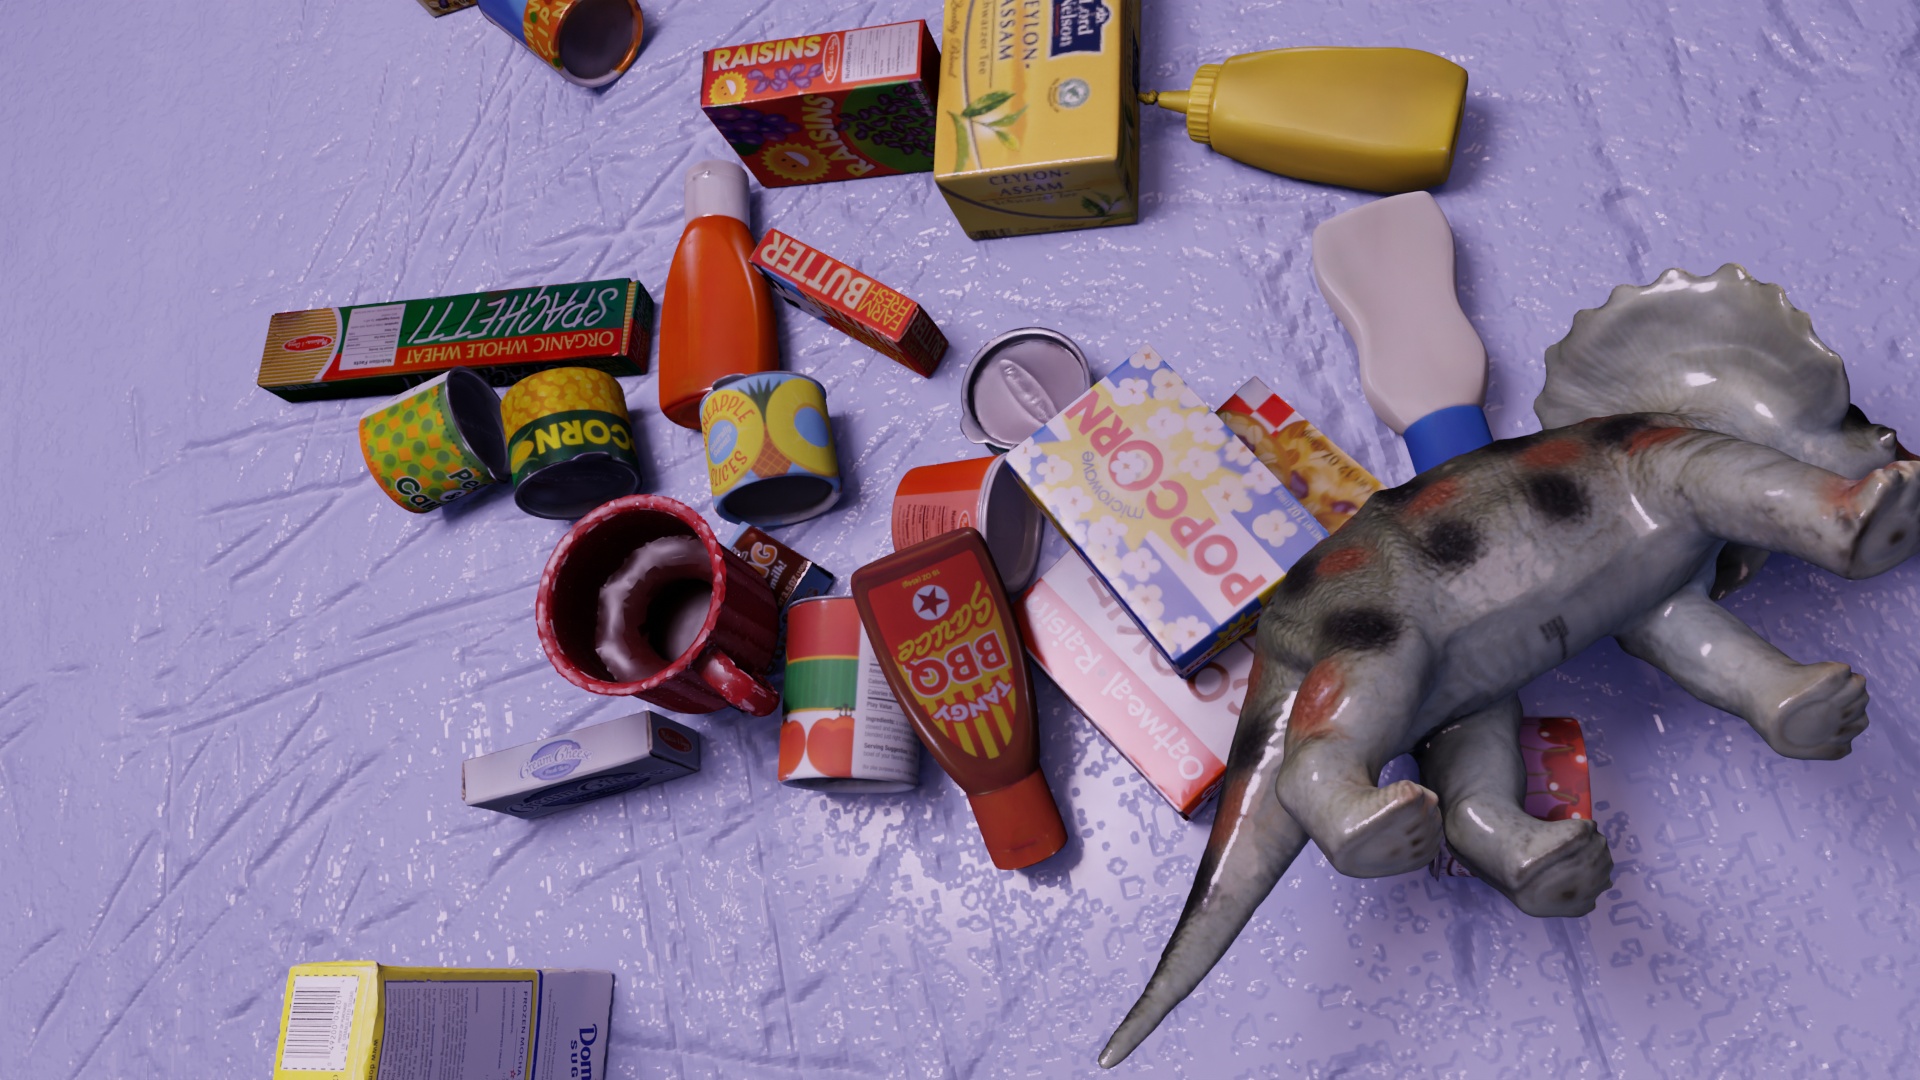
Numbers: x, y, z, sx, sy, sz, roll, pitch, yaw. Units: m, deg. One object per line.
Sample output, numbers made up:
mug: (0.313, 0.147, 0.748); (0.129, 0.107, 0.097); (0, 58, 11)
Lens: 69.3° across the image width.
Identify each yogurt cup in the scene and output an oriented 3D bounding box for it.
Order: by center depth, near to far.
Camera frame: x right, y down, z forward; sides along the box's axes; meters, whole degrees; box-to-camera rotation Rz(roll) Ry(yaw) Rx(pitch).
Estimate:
yogurt cup: (0.002, -0.008, 0.668); (0.054, 0.072, 0.072); (1, 73, 26)

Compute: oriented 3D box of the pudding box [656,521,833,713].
pudding box: (-0.109, 0.038, 0.703); (0.050, 0.030, 0.084); (29, 82, 24)

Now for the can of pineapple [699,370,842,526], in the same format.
can of pineapple: (-0.098, -0.046, 0.707); (0.071, 0.071, 0.058); (-17, 68, 11)

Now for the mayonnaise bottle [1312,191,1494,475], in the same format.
mayonnaise bottle: (0.212, -0.087, 0.644); (0.065, 0.041, 0.148); (-16, 69, 13)

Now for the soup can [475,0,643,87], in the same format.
soup can: (-0.243, -0.327, 0.845); (0.084, 0.071, 0.071); (40, 87, 23)

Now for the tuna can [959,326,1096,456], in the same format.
tuna can: (0.034, -0.069, 0.694); (0.071, 0.032, 0.071); (-5, 71, 15)

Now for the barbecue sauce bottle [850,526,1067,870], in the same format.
barbecue sauce bottle: (0.005, 0.072, 0.619); (0.065, 0.044, 0.148); (-22, 96, -2)

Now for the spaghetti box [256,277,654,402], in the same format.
spaghetti box: (-0.296, -0.115, 0.812); (0.250, 0.028, 0.050); (-2, 72, 16)

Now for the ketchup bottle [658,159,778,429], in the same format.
ketchup bottle: (-0.133, -0.137, 0.762); (0.064, 0.043, 0.149); (-10, 69, 17)

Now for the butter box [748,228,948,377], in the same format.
butter box: (-0.058, -0.125, 0.730); (0.103, 0.053, 0.024); (31, 85, 23)

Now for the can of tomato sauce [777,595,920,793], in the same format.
can of tomato sauce: (-0.052, 0.074, 0.655); (0.071, 0.071, 0.083); (-3, 72, 16)

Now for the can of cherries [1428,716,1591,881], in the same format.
can of cherries: (0.220, 0.106, 0.561); (0.058, 0.071, 0.071); (-1, 72, 15)

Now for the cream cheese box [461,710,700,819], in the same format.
cream cheese box: (-0.187, 0.113, 0.689); (0.104, 0.053, 0.024); (-16, 67, 11)

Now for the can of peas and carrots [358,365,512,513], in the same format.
can of peas and carrots: (-0.286, -0.053, 0.768); (0.058, 0.071, 0.071); (-23, 67, 9)

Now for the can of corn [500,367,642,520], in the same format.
can of corn: (-0.208, -0.053, 0.742); (0.071, 0.071, 0.058); (-21, 67, 9)

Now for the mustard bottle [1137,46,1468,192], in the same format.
mustard bottle: (0.167, -0.215, 0.695); (0.160, 0.048, 0.065); (14, 76, 21)

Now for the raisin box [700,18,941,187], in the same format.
raisin box: (-0.066, -0.234, 0.752); (0.123, 0.086, 0.040); (-2, 74, 16)

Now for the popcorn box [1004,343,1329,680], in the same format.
popcorn box: (0.091, -0.014, 0.611); (0.085, 0.038, 0.127); (-38, 65, 1)

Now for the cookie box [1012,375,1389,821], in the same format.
cookie box: (0.119, 0.026, 0.634); (0.167, 0.040, 0.123); (-43, 66, -2)

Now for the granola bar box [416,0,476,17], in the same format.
granola bar box: (-0.292, -0.397, 0.854); (0.165, 0.124, 0.039); (-12, 68, 13)
